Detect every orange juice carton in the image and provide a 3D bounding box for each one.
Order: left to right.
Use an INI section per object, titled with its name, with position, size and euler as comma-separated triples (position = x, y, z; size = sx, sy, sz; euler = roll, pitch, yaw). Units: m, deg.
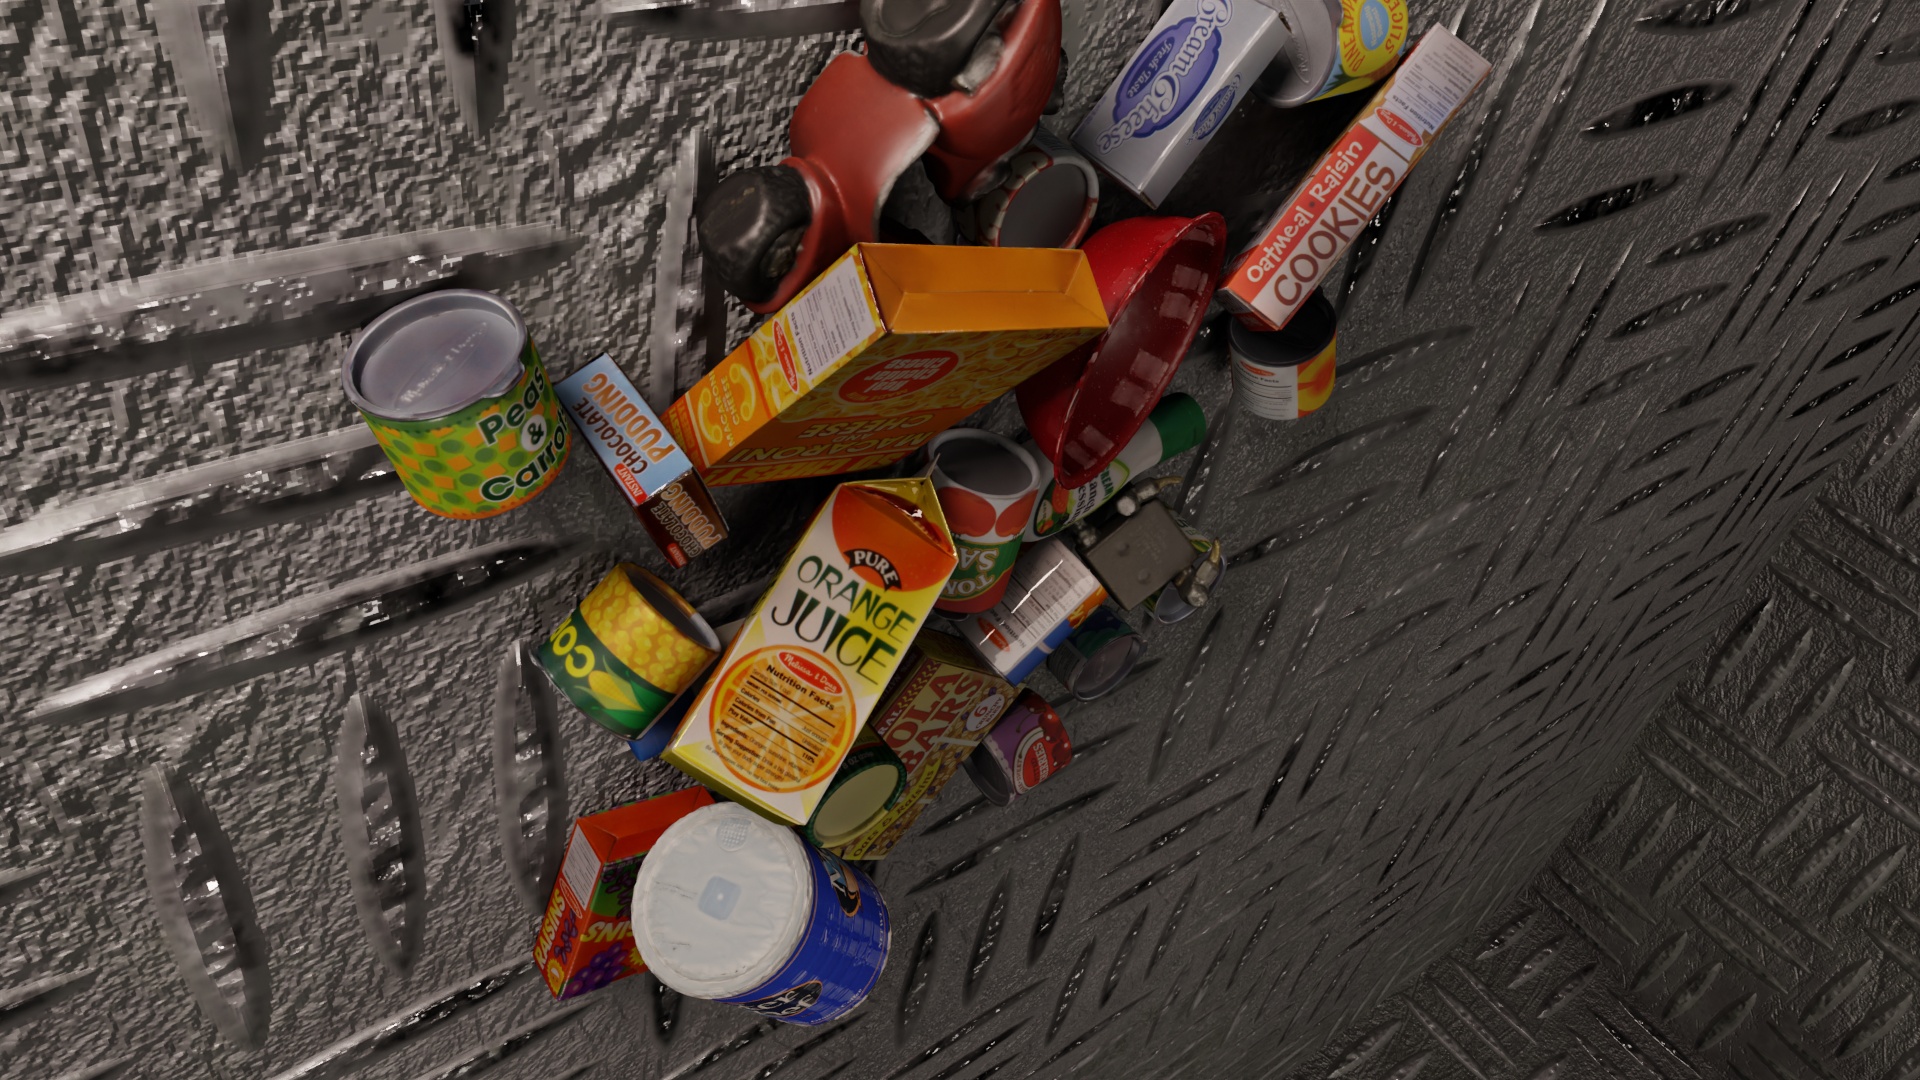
[orange juice carton]
position = -0.065, 0.041, 0.691
size = 0.193, 0.073, 0.071
euler = -60, -172, -19

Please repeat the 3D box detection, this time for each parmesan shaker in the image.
[parmesan shaker]
position = -0.082, 0.110, 0.776
size = 0.071, 0.103, 0.071
euler = -29, 144, -23

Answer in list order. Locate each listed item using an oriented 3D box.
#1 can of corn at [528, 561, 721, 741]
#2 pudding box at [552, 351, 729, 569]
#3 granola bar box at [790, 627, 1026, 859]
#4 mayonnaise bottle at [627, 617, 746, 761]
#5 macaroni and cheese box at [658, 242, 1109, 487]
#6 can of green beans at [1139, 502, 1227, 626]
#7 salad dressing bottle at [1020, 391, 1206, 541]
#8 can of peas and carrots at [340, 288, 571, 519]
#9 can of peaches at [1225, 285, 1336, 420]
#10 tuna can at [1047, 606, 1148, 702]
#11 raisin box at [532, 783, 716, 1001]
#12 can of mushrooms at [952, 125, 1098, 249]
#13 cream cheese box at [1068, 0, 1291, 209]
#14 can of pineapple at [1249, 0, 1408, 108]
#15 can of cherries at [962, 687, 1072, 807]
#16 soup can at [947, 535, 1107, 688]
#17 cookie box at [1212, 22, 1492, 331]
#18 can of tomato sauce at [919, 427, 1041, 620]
[can of corn]
position = -0.159, 0.051, 0.661
size = 0.058, 0.071, 0.071
euler = -47, 148, 2
[pudding box]
position = -0.133, -0.034, 0.578
size = 0.030, 0.084, 0.049
euler = -34, 147, -11
[granola bar box]
position = -0.046, 0.136, 0.904
size = 0.165, 0.039, 0.124
euler = -52, 147, 11
[mayonnaise bottle]
position = -0.110, 0.068, 0.740
size = 0.148, 0.065, 0.041
euler = -25, 140, -21
[macaroni and cheese box]
position = -0.037, -0.073, 0.603
size = 0.124, 0.040, 0.166
euler = -9, 167, -42
[can of green beans]
position = 0.140, 0.016, 0.960
size = 0.071, 0.058, 0.071
euler = -29, 144, -23
[salad dressing bottle]
position = 0.083, -0.048, 0.838
size = 0.148, 0.044, 0.064
euler = -26, 139, -27
[can of peas and carrots]
position = -0.183, -0.050, 0.516
size = 0.071, 0.071, 0.058
euler = -32, 146, -18
[can of peaches]
position = 0.203, -0.119, 0.872
size = 0.071, 0.071, 0.057
euler = -38, 147, -11
[tuna can]
position = 0.100, 0.082, 1.013
size = 0.071, 0.033, 0.070
euler = -29, 145, -23
[raisin box]
position = -0.195, 0.209, 0.822
size = 0.086, 0.040, 0.122
euler = -9, 134, -44
[can of mushrooms]
position = 0.031, -0.160, 0.664
size = 0.071, 0.033, 0.070
euler = -30, 145, -23
[cream cheese box]
position = 0.104, -0.216, 0.663
size = 0.103, 0.053, 0.024
euler = -52, 149, 11
[can of pineapple]
position = 0.180, -0.254, 0.691
size = 0.058, 0.071, 0.070
euler = -23, 142, -32
[can of cherries]
position = 0.038, 0.146, 0.981
size = 0.058, 0.071, 0.071
euler = -28, 144, -24
[soup can]
position = 0.041, 0.041, 0.872
size = 0.084, 0.071, 0.071
euler = -44, 148, -2
[cookie box]
position = 0.208, -0.191, 0.764
size = 0.167, 0.040, 0.123
euler = -52, -179, 10
[can of tomato sauce]
position = 0.003, -0.010, 0.768
size = 0.071, 0.071, 0.082
euler = -16, 137, -37
